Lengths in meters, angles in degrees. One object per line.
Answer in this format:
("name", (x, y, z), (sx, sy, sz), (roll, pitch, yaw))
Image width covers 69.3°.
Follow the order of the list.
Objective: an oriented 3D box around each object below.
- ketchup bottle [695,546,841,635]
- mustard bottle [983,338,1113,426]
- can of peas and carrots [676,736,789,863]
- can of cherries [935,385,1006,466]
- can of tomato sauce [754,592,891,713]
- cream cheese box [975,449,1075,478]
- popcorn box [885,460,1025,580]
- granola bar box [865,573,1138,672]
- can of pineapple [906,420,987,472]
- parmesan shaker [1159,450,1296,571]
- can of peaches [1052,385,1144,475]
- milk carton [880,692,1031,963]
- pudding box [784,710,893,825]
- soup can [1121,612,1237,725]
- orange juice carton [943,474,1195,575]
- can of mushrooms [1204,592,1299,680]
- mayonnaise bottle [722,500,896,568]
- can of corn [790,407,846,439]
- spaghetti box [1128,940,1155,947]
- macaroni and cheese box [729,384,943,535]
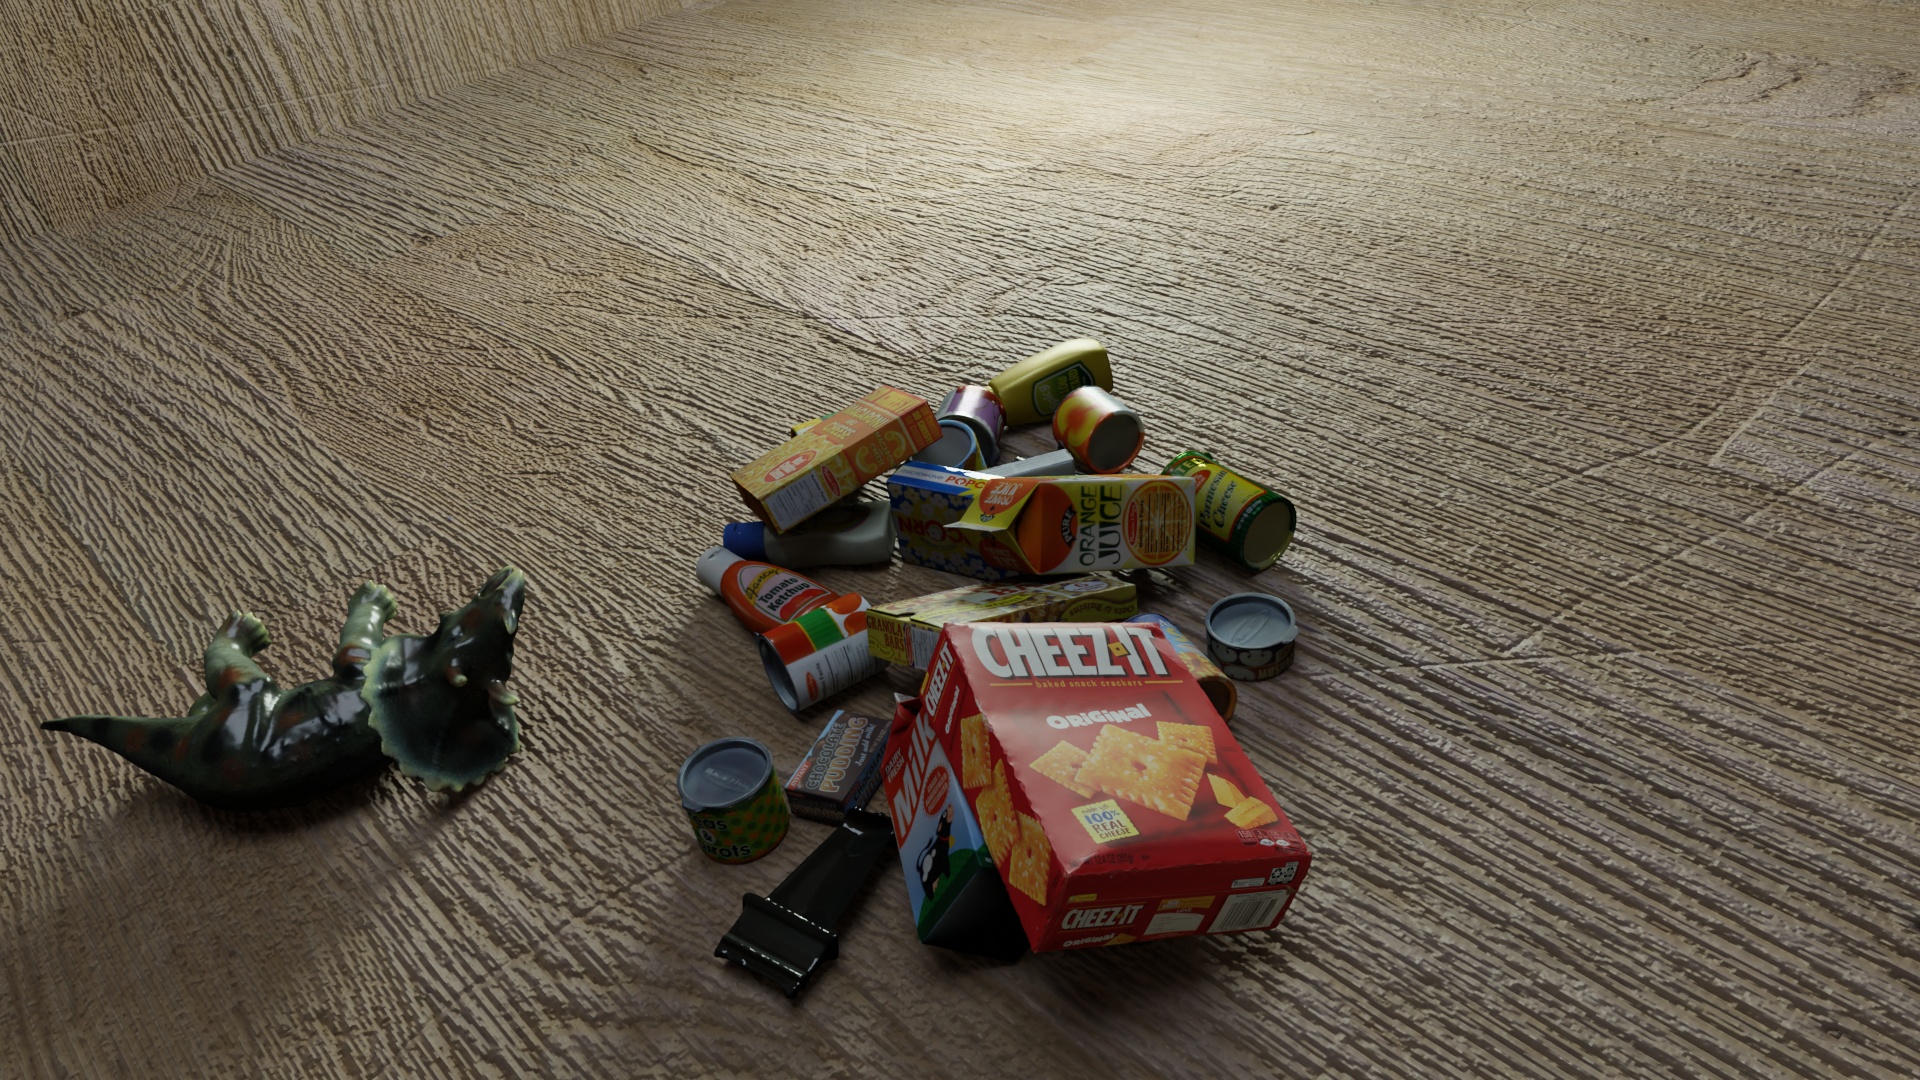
("ketchup bottle", (-0.164, 0.047, 1.159), (0.065, 0.043, 0.149), (-36, 42, -31))
("mustard bottle", (0.069, -0.145, 1.359), (0.160, 0.065, 0.049), (-23, 31, -8))
("can of peas and carrots", (-0.157, 0.181, 0.956), (0.071, 0.058, 0.071), (-7, 36, 5))
("can of cherries", (0.009, -0.104, 1.312), (0.071, 0.071, 0.059), (1, 36, 15))
("can of tomato sauce", (-0.106, 0.084, 1.071), (0.083, 0.070, 0.071), (-25, 38, -22))
("cream cheese box", (0.051, -0.042, 1.223), (0.104, 0.053, 0.024), (-14, 33, -7))
("popcorn box", (0.004, -0.015, 1.168), (0.127, 0.084, 0.038), (12, 39, 28))
("granola bar box", (0.030, 0.058, 1.031), (0.166, 0.039, 0.124), (-11, 9, -28))
("can of pineapple", (-0.009, -0.067, 1.253), (0.071, 0.057, 0.071), (-9, 52, 11))
("parmesan shaker", (0.220, -0.028, 1.149), (0.071, 0.071, 0.103), (-28, 39, -25))
("can of peaches", (0.126, -0.099, 1.278), (0.071, 0.071, 0.058), (-23, 38, -19))
("milk carton", (0.003, 0.169, 0.897), (0.072, 0.073, 0.191), (21, 27, -26))
("pudding box", (-0.083, 0.162, 0.990), (0.049, 0.030, 0.084), (8, 39, 25))
("soup can", (0.149, 0.099, 0.990), (0.071, 0.071, 0.084), (-22, 38, -17))
("orange juice carton", (0.087, -0.013, 1.087), (0.193, 0.073, 0.072), (-3, 6, -30))
("can of mushrooms", (0.219, 0.073, 1.040), (0.071, 0.033, 0.071), (-6, 35, 4))
("mayonnaise bottle", (-0.133, -0.003, 1.222), (0.148, 0.041, 0.065), (-5, 34, 8))
("can of corn", (-0.123, -0.085, 1.317), (0.058, 0.070, 0.071), (-21, 37, -14))
("spaghetti box", (0.068, 0.166, 0.932), (0.029, 0.050, 0.251), (-20, 37, -13))
("macaroni and cheese box", (-0.110, -0.073, 1.218), (0.167, 0.040, 0.124), (-31, 21, -12))
